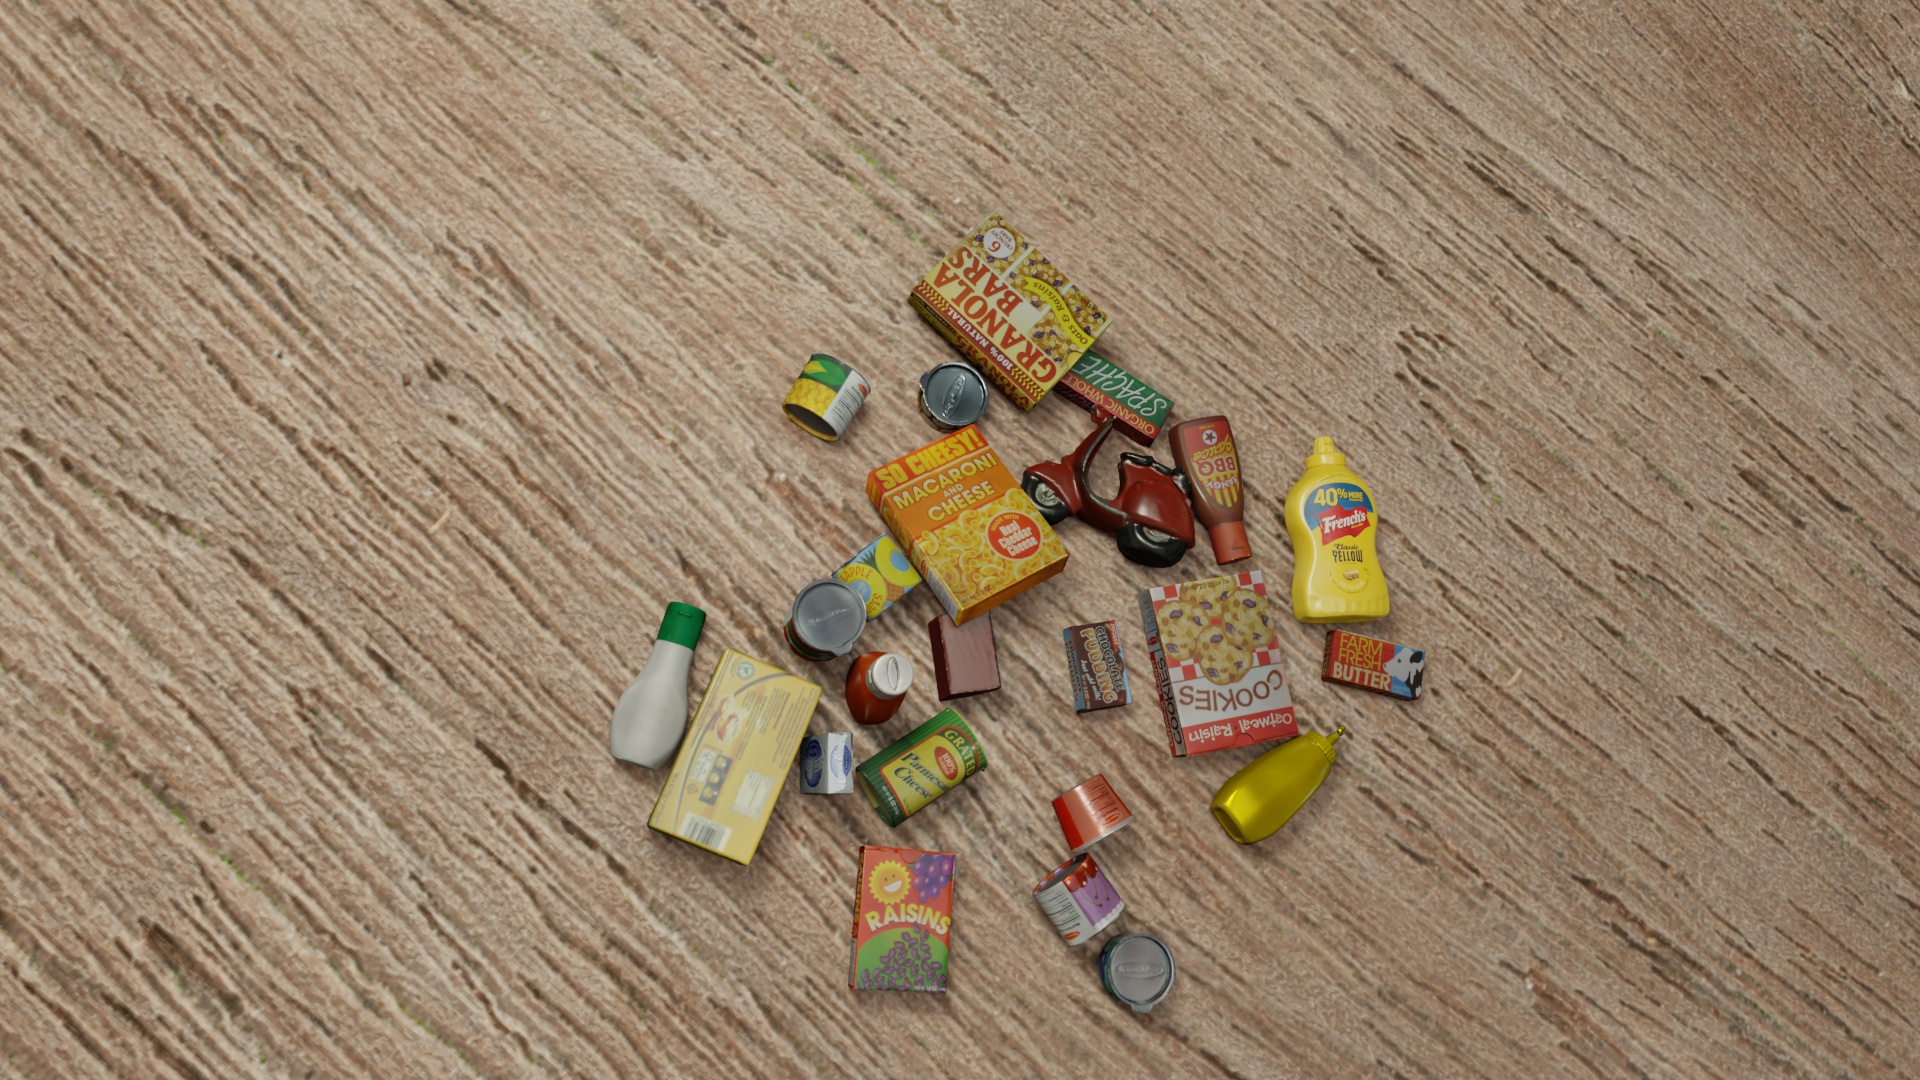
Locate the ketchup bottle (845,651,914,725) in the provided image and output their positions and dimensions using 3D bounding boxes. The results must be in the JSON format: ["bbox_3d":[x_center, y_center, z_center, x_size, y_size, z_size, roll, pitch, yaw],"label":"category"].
[{"bbox_3d":[-0.072,0.127,1.235,0.043,0.148,0.065,-3,79,-13],"label":"ketchup bottle"}]

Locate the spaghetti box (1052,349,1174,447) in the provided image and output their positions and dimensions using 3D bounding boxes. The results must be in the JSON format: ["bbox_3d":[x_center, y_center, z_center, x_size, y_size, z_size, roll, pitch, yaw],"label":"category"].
[{"bbox_3d":[0.101,-0.181,1.410,0.250,0.028,0.050,31,73,-5],"label":"spaghetti box"}]

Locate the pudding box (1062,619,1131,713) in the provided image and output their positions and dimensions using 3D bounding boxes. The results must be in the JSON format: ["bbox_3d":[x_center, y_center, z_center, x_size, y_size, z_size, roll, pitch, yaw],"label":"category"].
[{"bbox_3d":[0.133,0.122,1.347,0.050,0.030,0.084,-6,79,-16],"label":"pudding box"}]

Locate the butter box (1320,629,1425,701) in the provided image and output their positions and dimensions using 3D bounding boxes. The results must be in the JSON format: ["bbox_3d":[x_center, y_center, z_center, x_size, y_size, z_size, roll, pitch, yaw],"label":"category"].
[{"bbox_3d":[0.421,0.127,1.419,0.103,0.024,0.053,14,74,-11],"label":"butter box"}]

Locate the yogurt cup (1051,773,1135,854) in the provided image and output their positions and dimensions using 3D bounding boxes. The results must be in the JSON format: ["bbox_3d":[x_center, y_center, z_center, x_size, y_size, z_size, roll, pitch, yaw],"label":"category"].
[{"bbox_3d":[0.121,0.254,1.298,0.072,0.072,0.054,-26,77,-17],"label":"yogurt cup"}]

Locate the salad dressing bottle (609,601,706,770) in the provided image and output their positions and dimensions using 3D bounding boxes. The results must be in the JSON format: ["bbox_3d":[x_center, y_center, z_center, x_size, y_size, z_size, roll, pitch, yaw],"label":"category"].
[{"bbox_3d":[-0.267,0.129,1.243,0.064,0.044,0.148,18,73,-6],"label":"salad dressing bottle"}]

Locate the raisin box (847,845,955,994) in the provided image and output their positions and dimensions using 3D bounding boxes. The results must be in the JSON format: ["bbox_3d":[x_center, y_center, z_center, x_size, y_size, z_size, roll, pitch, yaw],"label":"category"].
[{"bbox_3d":[-0.053,0.340,1.248,0.086,0.040,0.123,7,75,-11],"label":"raisin box"}]

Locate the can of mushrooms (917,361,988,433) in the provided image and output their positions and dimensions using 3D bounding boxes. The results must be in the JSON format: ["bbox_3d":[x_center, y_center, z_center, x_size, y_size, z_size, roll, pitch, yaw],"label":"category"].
[{"bbox_3d":[-0.010,-0.142,1.371,0.071,0.033,0.071,3,78,-13],"label":"can of mushrooms"}]

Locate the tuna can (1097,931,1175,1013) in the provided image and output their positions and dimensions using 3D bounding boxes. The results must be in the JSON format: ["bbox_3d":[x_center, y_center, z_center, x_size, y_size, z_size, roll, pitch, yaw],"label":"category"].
[{"bbox_3d":[0.163,0.400,1.290,0.071,0.032,0.071,3,77,-13],"label":"tuna can"}]

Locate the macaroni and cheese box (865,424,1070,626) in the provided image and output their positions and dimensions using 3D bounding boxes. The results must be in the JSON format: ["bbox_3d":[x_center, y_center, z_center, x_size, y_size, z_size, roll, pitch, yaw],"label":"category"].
[{"bbox_3d":[0.005,-0.017,1.316,0.124,0.040,0.167,-26,67,-22],"label":"macaroni and cheese box"}]

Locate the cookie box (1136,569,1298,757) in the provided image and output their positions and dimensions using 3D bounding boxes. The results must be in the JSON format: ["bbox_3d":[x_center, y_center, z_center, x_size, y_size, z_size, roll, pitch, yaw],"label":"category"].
[{"bbox_3d":[0.254,0.122,1.371,0.123,0.040,0.167,-8,80,-15],"label":"cookie box"}]

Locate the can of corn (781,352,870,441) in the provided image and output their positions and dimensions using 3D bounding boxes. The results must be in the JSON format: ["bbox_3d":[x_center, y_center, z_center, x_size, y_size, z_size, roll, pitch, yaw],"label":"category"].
[{"bbox_3d":[-0.131,-0.137,1.326,0.071,0.071,0.058,31,73,-5],"label":"can of corn"}]

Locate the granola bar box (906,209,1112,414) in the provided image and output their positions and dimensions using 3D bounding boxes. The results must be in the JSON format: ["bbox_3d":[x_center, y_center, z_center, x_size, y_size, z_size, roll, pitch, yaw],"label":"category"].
[{"bbox_3d":[0.049,-0.226,1.370,0.165,0.039,0.124,43,72,-1],"label":"granola bar box"}]

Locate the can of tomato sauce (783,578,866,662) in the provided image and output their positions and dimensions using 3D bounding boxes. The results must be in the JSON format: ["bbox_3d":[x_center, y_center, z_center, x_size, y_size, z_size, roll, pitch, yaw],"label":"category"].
[{"bbox_3d":[-0.124,0.076,1.268,0.071,0.083,0.071,3,77,-13],"label":"can of tomato sauce"}]

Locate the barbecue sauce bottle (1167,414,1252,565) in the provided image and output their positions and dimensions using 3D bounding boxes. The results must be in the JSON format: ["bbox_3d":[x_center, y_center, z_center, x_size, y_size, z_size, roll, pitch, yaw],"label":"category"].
[{"bbox_3d":[0.259,-0.050,1.410,0.065,0.043,0.148,-11,81,-17],"label":"barbecue sauce bottle"}]

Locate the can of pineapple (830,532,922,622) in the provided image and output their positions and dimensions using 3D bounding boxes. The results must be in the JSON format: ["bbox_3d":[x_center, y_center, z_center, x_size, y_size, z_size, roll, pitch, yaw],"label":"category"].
[{"bbox_3d":[-0.079,0.036,1.296,0.071,0.071,0.058,-38,89,-18],"label":"can of pineapple"}]

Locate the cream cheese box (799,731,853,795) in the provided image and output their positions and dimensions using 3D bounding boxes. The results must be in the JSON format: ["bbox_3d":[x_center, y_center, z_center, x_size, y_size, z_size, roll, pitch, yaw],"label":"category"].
[{"bbox_3d":[-0.119,0.199,1.231,0.024,0.103,0.053,3,79,-20],"label":"cream cheese box"}]

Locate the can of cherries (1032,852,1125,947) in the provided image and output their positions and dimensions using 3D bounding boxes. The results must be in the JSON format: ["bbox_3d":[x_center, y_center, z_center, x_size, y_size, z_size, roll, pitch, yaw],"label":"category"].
[{"bbox_3d":[0.110,0.329,1.278,0.072,0.071,0.058,-35,87,-18],"label":"can of cherries"}]

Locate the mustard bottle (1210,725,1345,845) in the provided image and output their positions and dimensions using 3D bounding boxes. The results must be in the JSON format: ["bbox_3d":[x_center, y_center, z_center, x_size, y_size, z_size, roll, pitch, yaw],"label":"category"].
[{"bbox_3d":[0.320,0.231,1.358,0.161,0.048,0.065,-33,87,-19],"label":"mustard bottle"}]

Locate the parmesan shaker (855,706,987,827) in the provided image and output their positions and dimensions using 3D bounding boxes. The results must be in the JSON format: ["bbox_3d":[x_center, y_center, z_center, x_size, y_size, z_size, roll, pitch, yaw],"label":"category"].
[{"bbox_3d":[-0.035,0.210,1.269,0.103,0.071,0.071,-32,87,-18],"label":"parmesan shaker"}]
